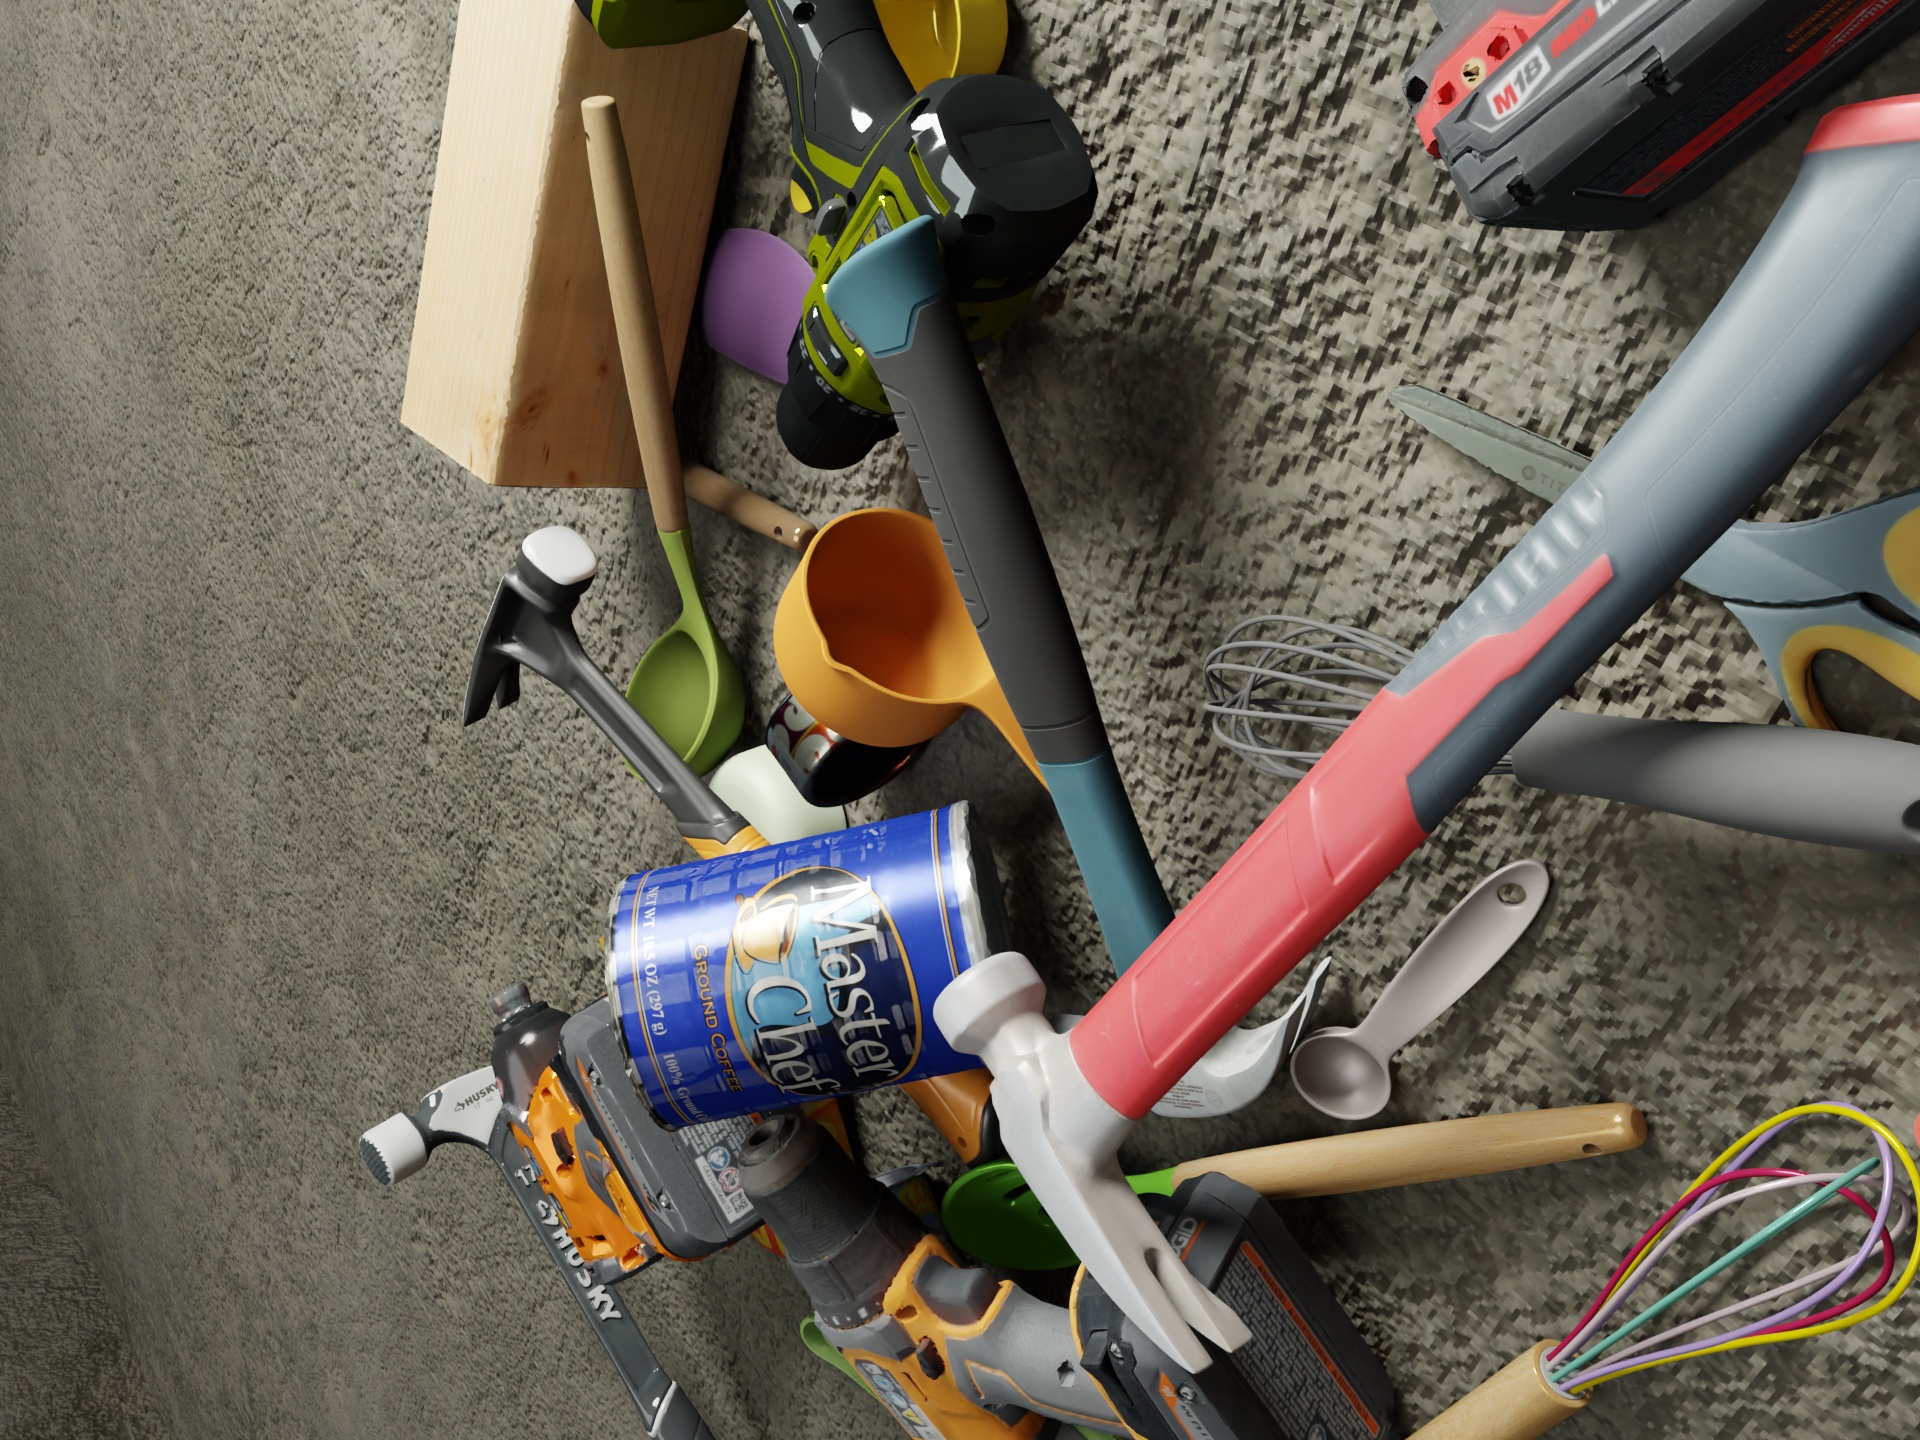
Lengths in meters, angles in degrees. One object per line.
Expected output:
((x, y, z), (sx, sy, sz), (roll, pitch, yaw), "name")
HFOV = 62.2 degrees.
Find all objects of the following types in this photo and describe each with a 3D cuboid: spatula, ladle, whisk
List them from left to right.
((-0.162, -0.228, 0.767), (0.316, 0.018, 0.059), (31, 119, 38), "spatula")
((-0.142, -0.106, 0.700), (0.078, 0.062, 0.319), (45, 148, 45), "ladle")
((0.161, 0.004, 0.443), (0.239, 0.055, 0.055), (11, 110, 48), "whisk")
((0.194, 0.191, 0.476), (0.047, 0.051, 0.244), (47, 136, 21), "whisk")

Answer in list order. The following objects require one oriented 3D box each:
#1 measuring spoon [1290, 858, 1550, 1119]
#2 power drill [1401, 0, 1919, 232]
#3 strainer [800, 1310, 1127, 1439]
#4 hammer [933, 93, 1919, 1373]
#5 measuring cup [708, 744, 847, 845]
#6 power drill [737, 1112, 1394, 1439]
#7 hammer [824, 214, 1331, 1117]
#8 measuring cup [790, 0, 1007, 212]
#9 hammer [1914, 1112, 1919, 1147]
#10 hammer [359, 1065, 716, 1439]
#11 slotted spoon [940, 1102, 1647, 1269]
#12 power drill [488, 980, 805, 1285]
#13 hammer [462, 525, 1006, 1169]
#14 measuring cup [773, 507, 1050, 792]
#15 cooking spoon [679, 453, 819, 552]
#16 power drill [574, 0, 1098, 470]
((0.150, 0.085, 0.515), (0.034, 0.018, 0.124), (37, 124, 8), "measuring spoon")
((0.138, -0.241, 0.379), (0.143, 0.078, 0.220), (-38, 70, 47), "power drill")
((-0.008, 0.358, 0.737), (0.257, 0.069, 0.151), (22, 118, 42), "strainer")
((0.129, 0.020, 0.419), (0.143, 0.038, 0.386), (53, 126, 26), "hammer")
((-0.101, 0.088, 0.781), (0.083, 0.038, 0.167), (39, 127, 35), "measuring cup")
((0.024, 0.221, 0.605), (0.226, 0.084, 0.185), (-18, 112, 47), "power drill")
((0.031, -0.002, 0.534), (0.128, 0.033, 0.330), (-3, 118, 42), "hammer")
((-0.028, -0.240, 0.612), (0.156, 0.029, 0.062), (-26, 85, 61), "measuring cup")
((0.287, -0.042, 0.298), (0.149, 0.036, 0.358), (42, 130, 33), "hammer")
((-0.180, 0.377, 0.921), (0.409, 0.149, 0.036), (57, 138, 7), "hammer")
((0.102, 0.168, 0.580), (0.070, 0.031, 0.314), (42, 140, -19), "slotted spoon")
((-0.165, 0.184, 0.766), (0.164, 0.084, 0.226), (59, 147, 4), "power drill")
((-0.099, 0.069, 0.716), (0.337, 0.034, 0.127), (46, 134, 10), "hammer")
((-0.001, -0.002, 0.621), (0.173, 0.095, 0.052), (48, 141, 2), "measuring cup")
((-0.171, -0.140, 0.805), (0.319, 0.017, 0.068), (30, 124, 40), "cooking spoon")
((-0.059, -0.215, 0.572), (0.228, 0.080, 0.190), (62, 150, 6), "power drill")
